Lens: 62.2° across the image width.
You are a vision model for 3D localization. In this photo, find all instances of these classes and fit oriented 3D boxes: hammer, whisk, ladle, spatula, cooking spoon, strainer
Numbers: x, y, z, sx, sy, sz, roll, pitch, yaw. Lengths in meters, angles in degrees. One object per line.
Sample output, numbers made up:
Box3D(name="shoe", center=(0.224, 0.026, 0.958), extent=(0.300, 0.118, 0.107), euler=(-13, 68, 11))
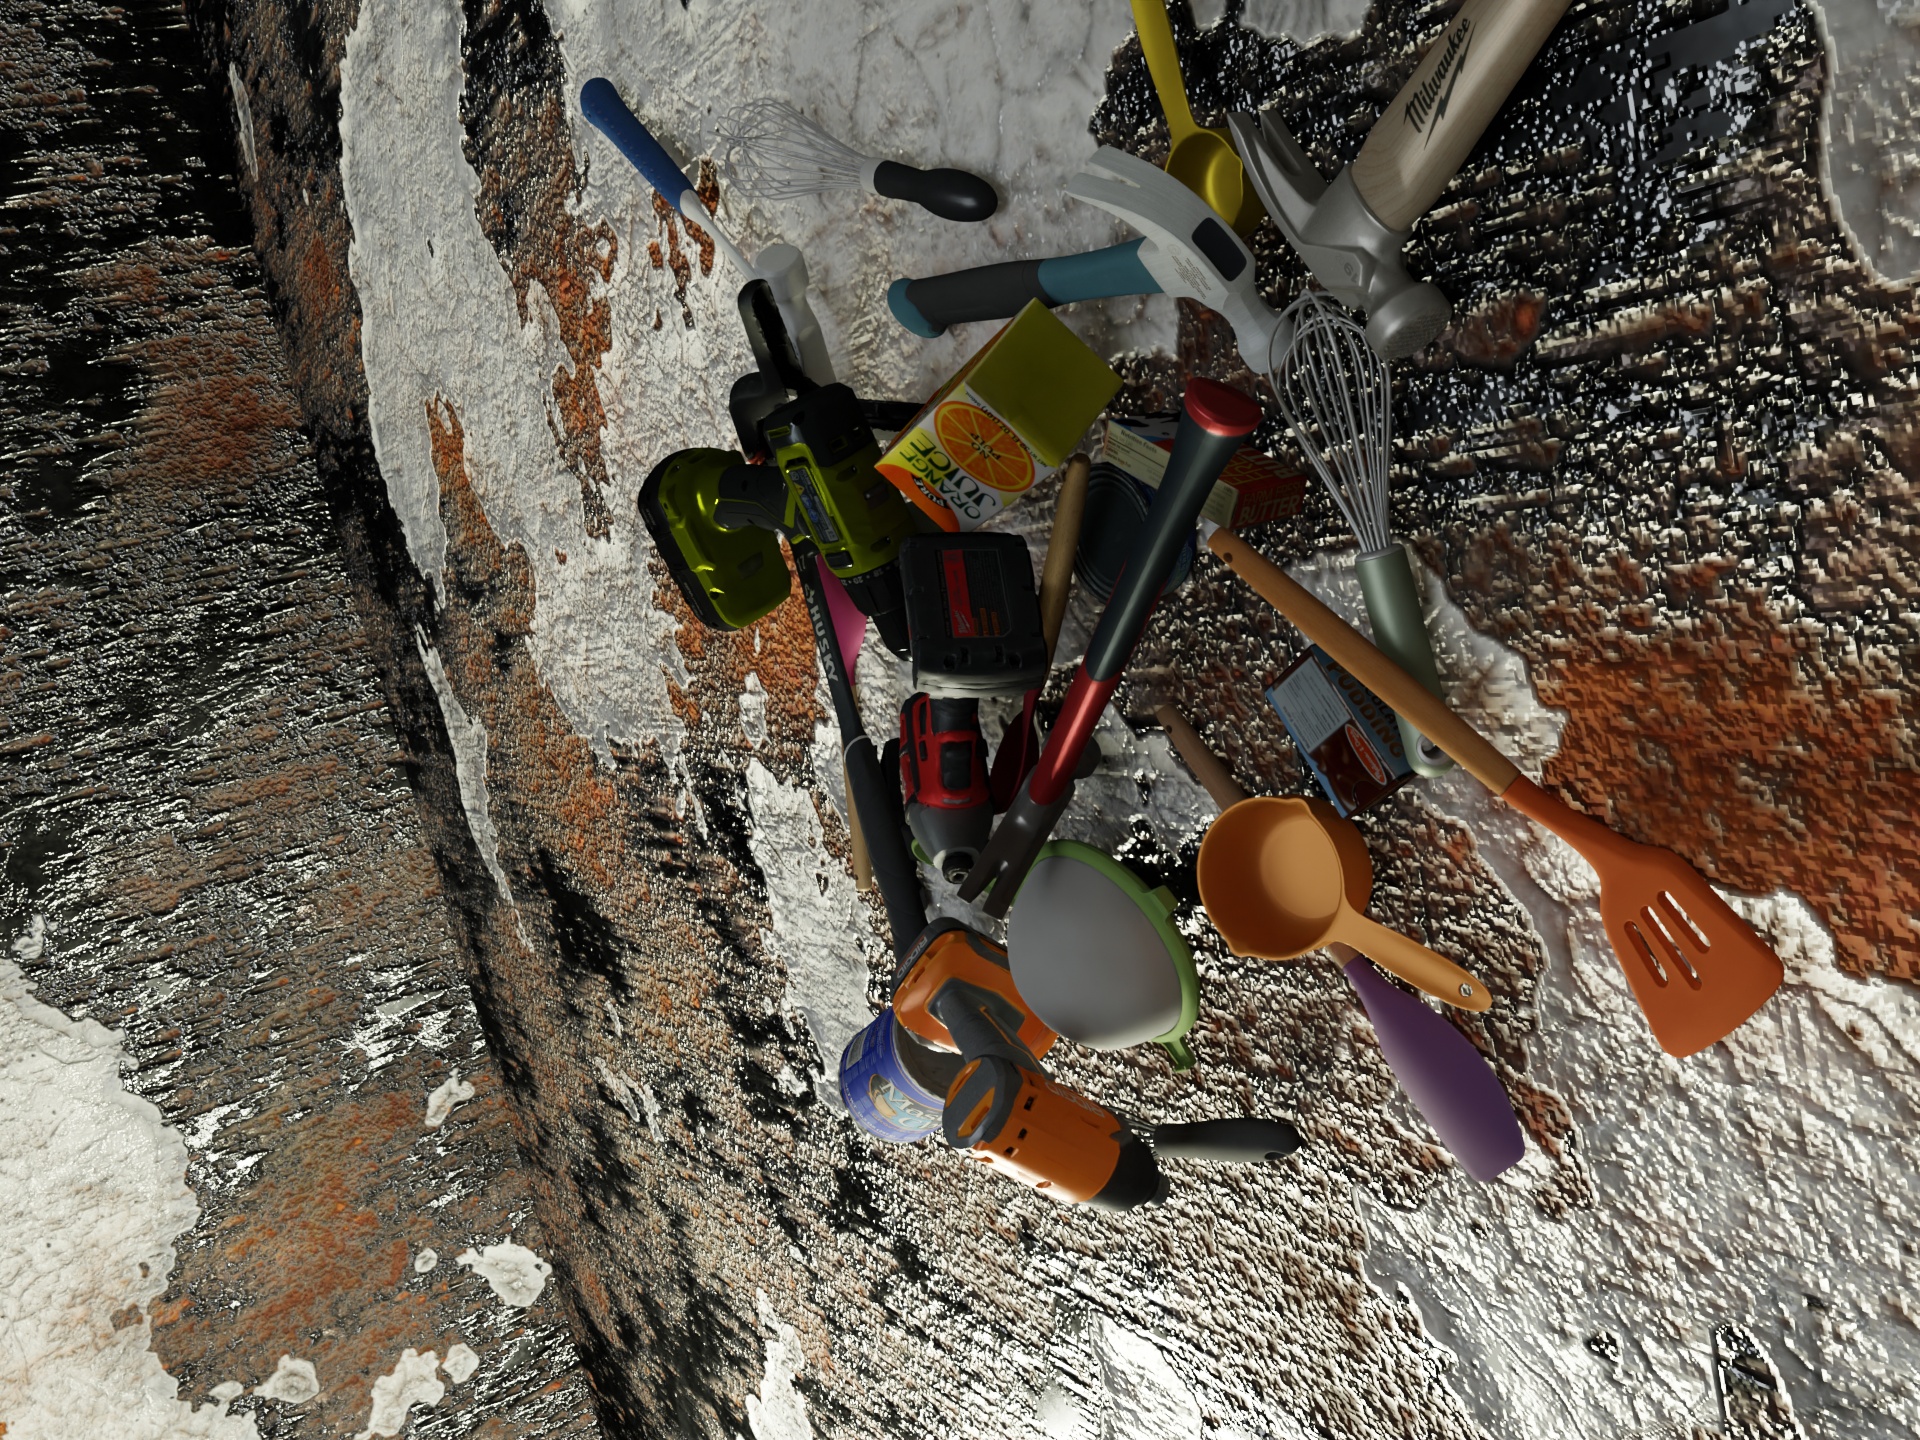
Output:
Box3D(name="hammer", center=(0.075, -0.030, 0.857), extent=(0.038, 0.143, 0.386), euler=(29, 146, 7))
Box3D(name="whisk", center=(0.201, -0.089, 0.772), extent=(0.059, 0.058, 0.246), euler=(-85, -22, -81))
Box3D(name="ladle", center=(0.050, -0.045, 0.995), extent=(0.315, 0.031, 0.069), euler=(99, 174, -50))
Box3D(name="hammer", center=(-0.202, -0.386, 1.223), extent=(0.406, 0.035, 0.143), euler=(52, 167, 36))
Box3D(name="spatula", center=(0.233, 0.017, 0.740), extent=(0.323, 0.041, 0.081), euler=(43, 141, 17))
Box3D(name="hammer", center=(0.027, 0.096, 1.145), extent=(0.335, 0.035, 0.146), euler=(7, 112, 56))
Box3D(name="hammer", center=(0.238, -0.325, 0.591), extent=(0.146, 0.038, 0.410), euler=(61, 147, 19))
Box3D(name="spatula", center=(0.205, 0.113, 0.890), extent=(0.316, 0.018, 0.059), euler=(55, 139, 23))
Box3D(name="hammer", center=(-0.079, 0.002, 1.202), extent=(0.149, 0.036, 0.409), euler=(-30, 73, 49))
Box3D(name="whisk", center=(0.140, 0.282, 1.060), extent=(0.239, 0.055, 0.055), euler=(-23, 87, 54))
Box3D(name="cooking spoon", center=(-0.091, -0.005, 1.291), extent=(0.069, 0.017, 0.318), euler=(24, 125, 51))
Box3D(name="strainer", center=(0.040, 0.139, 1.046), extent=(0.257, 0.069, 0.151), euler=(24, 137, 41))
Box3D(name="hammer", center=(0.048, -0.246, 0.900), extent=(0.128, 0.033, 0.331), euler=(46, 166, -27))
Box3D(name="whisk", center=(-0.072, -0.363, 1.046), extent=(0.285, 0.070, 0.070), euler=(30, 130, 41))

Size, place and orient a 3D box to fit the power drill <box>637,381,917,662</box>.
Box3D(name="power drill", center=(-0.115, -0.125, 1.117), extent=(0.228, 0.080, 0.190), euler=(-1, 120, 50))

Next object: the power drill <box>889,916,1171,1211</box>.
Box3D(name="power drill", center=(0.046, 0.235, 1.056), extent=(0.084, 0.164, 0.227), euler=(-54, 24, 9))

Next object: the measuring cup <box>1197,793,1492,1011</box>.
Box3D(name="measuring cup", center=(0.210, 0.101, 0.842), extent=(0.174, 0.052, 0.095), euler=(30, 110, 32))

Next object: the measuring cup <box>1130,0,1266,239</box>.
Box3D(name="measuring cup", center=(0.116, -0.314, 0.797), extent=(0.062, 0.029, 0.156), euler=(-17, 89, 59))

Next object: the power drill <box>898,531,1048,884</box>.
Box3D(name="power drill", center=(-0.002, -0.003, 1.009), extent=(0.219, 0.078, 0.143), euler=(98, 168, -51))

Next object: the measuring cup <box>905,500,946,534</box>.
Box3D(name="measuring cup", center=(-0.014, -0.142, 1.078), extent=(0.083, 0.038, 0.167), euler=(57, 148, 22))
